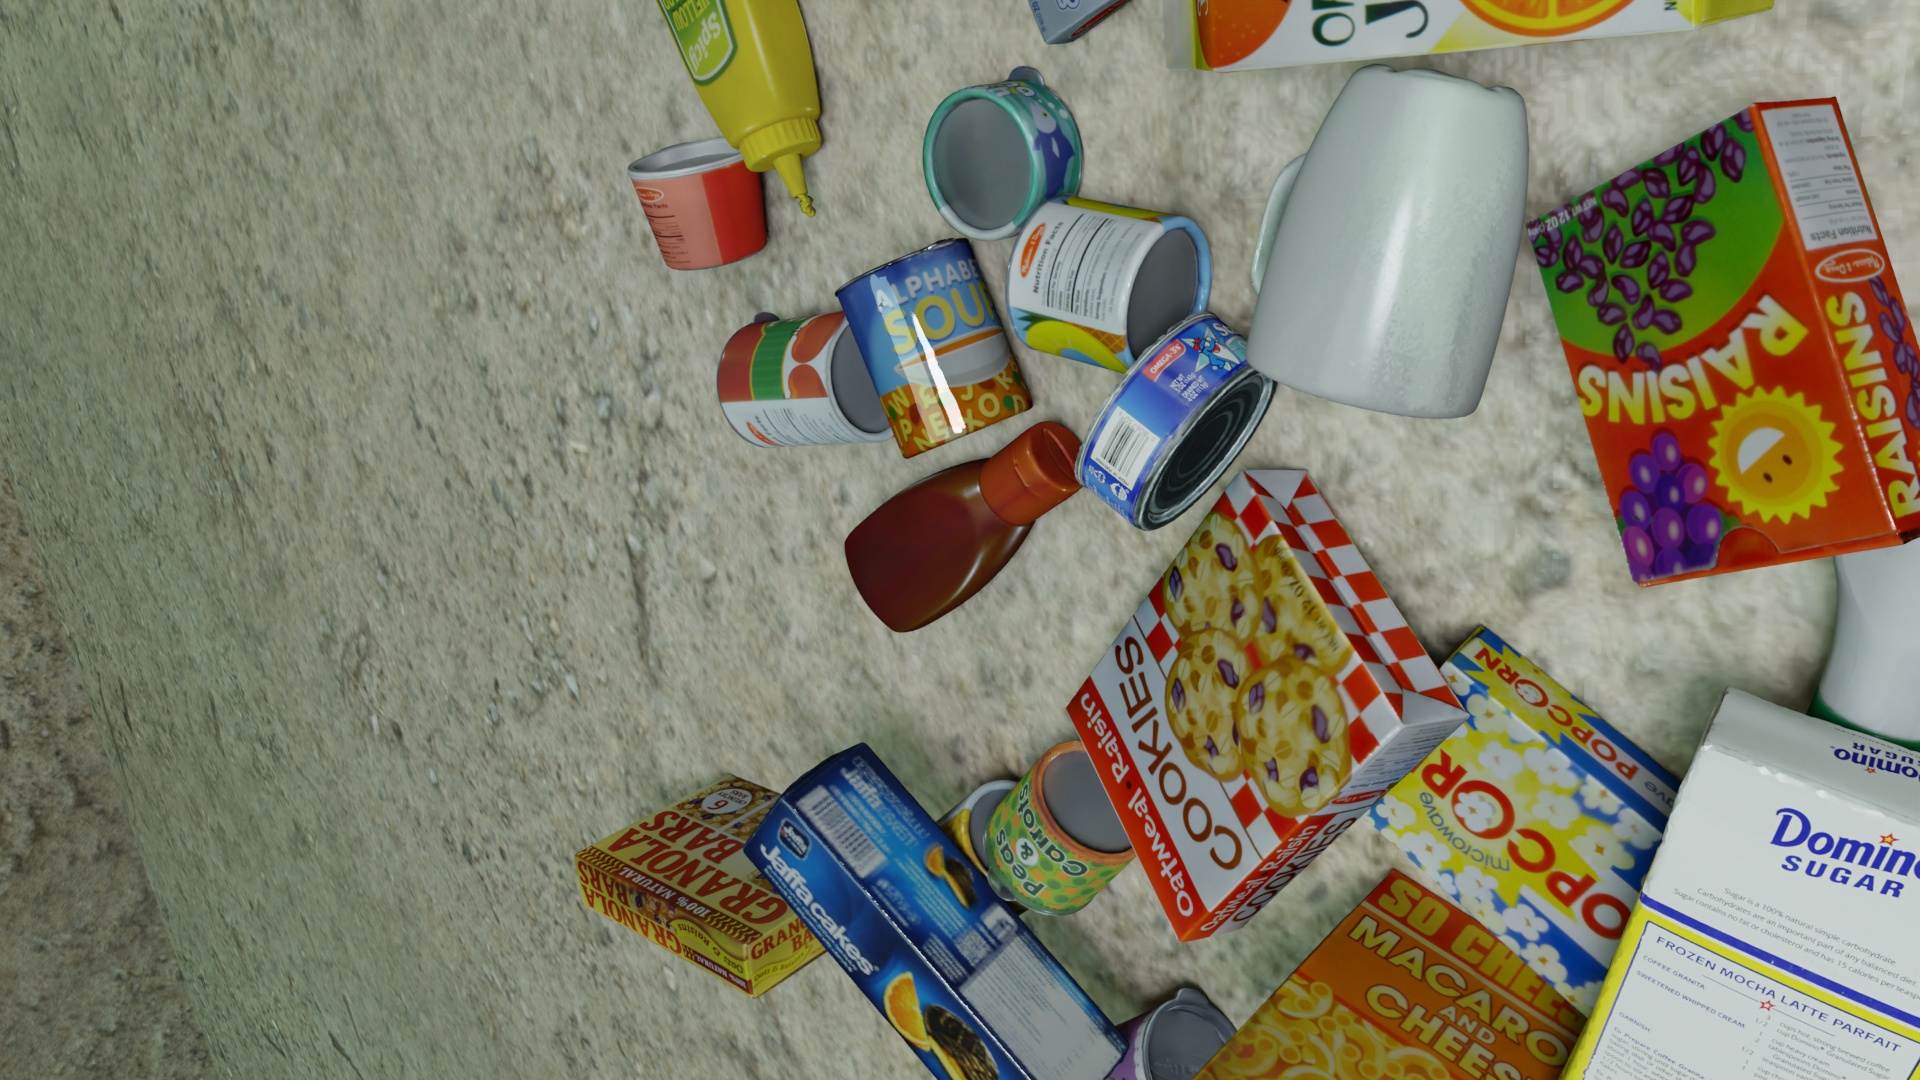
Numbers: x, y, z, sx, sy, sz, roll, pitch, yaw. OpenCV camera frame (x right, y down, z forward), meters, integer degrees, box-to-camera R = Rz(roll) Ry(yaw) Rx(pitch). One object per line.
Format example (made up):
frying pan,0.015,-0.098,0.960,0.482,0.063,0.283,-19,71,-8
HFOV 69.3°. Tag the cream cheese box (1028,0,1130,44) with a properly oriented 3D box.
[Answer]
cream cheese box,0.039,-0.256,0.544,0.053,0.024,0.103,-19,94,45

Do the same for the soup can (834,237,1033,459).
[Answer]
soup can,-0.010,-0.088,0.635,0.071,0.071,0.083,-18,96,47

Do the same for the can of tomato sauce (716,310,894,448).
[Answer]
can of tomato sauce,-0.071,-0.082,0.699,0.083,0.071,0.071,1,109,43

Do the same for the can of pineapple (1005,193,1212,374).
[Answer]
can of pineapple,0.062,-0.103,0.563,0.058,0.071,0.070,21,122,36

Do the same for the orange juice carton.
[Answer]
orange juice carton,0.143,-0.191,0.438,0.193,0.073,0.071,11,116,41

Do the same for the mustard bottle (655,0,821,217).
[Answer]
mustard bottle,-0.102,-0.233,0.672,0.065,0.049,0.160,-17,96,48

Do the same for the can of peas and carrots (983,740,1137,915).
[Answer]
can of peas and carrots,0.051,0.141,0.677,0.071,0.071,0.058,49,134,16

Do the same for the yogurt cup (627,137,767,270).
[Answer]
yogurt cup,-0.132,-0.174,0.719,0.072,0.073,0.053,14,126,39

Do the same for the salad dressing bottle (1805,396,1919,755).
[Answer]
salad dressing bottle,0.288,0.020,0.415,0.064,0.044,0.147,27,127,38

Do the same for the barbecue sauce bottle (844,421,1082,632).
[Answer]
barbecue sauce bottle,0.002,-0.008,0.677,0.148,0.044,0.065,-35,83,46

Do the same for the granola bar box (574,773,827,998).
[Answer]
granola bar box,-0.134,0.204,0.845,0.165,0.125,0.039,11,115,41

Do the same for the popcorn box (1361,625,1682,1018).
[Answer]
popcorn box,0.219,0.106,0.524,0.127,0.038,0.084,43,133,22

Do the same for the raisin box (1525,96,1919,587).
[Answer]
raisin box,0.227,-0.054,0.409,0.086,0.040,0.123,-26,77,65

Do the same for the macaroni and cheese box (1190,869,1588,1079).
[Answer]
macaroni and cheese box,0.172,0.210,0.521,0.124,0.167,0.040,31,128,31

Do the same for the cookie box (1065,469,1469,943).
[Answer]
cookie box,0.117,0.071,0.576,0.166,0.040,0.123,-61,42,41

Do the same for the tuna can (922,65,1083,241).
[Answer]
tuna can,0.018,-0.166,0.599,0.071,0.033,0.070,20,122,37

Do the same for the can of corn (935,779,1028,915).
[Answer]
can of corn,0.017,0.168,0.725,0.071,0.071,0.058,54,135,12

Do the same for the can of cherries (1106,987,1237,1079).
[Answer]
can of cherries,0.102,0.266,0.692,0.071,0.072,0.058,55,137,11
